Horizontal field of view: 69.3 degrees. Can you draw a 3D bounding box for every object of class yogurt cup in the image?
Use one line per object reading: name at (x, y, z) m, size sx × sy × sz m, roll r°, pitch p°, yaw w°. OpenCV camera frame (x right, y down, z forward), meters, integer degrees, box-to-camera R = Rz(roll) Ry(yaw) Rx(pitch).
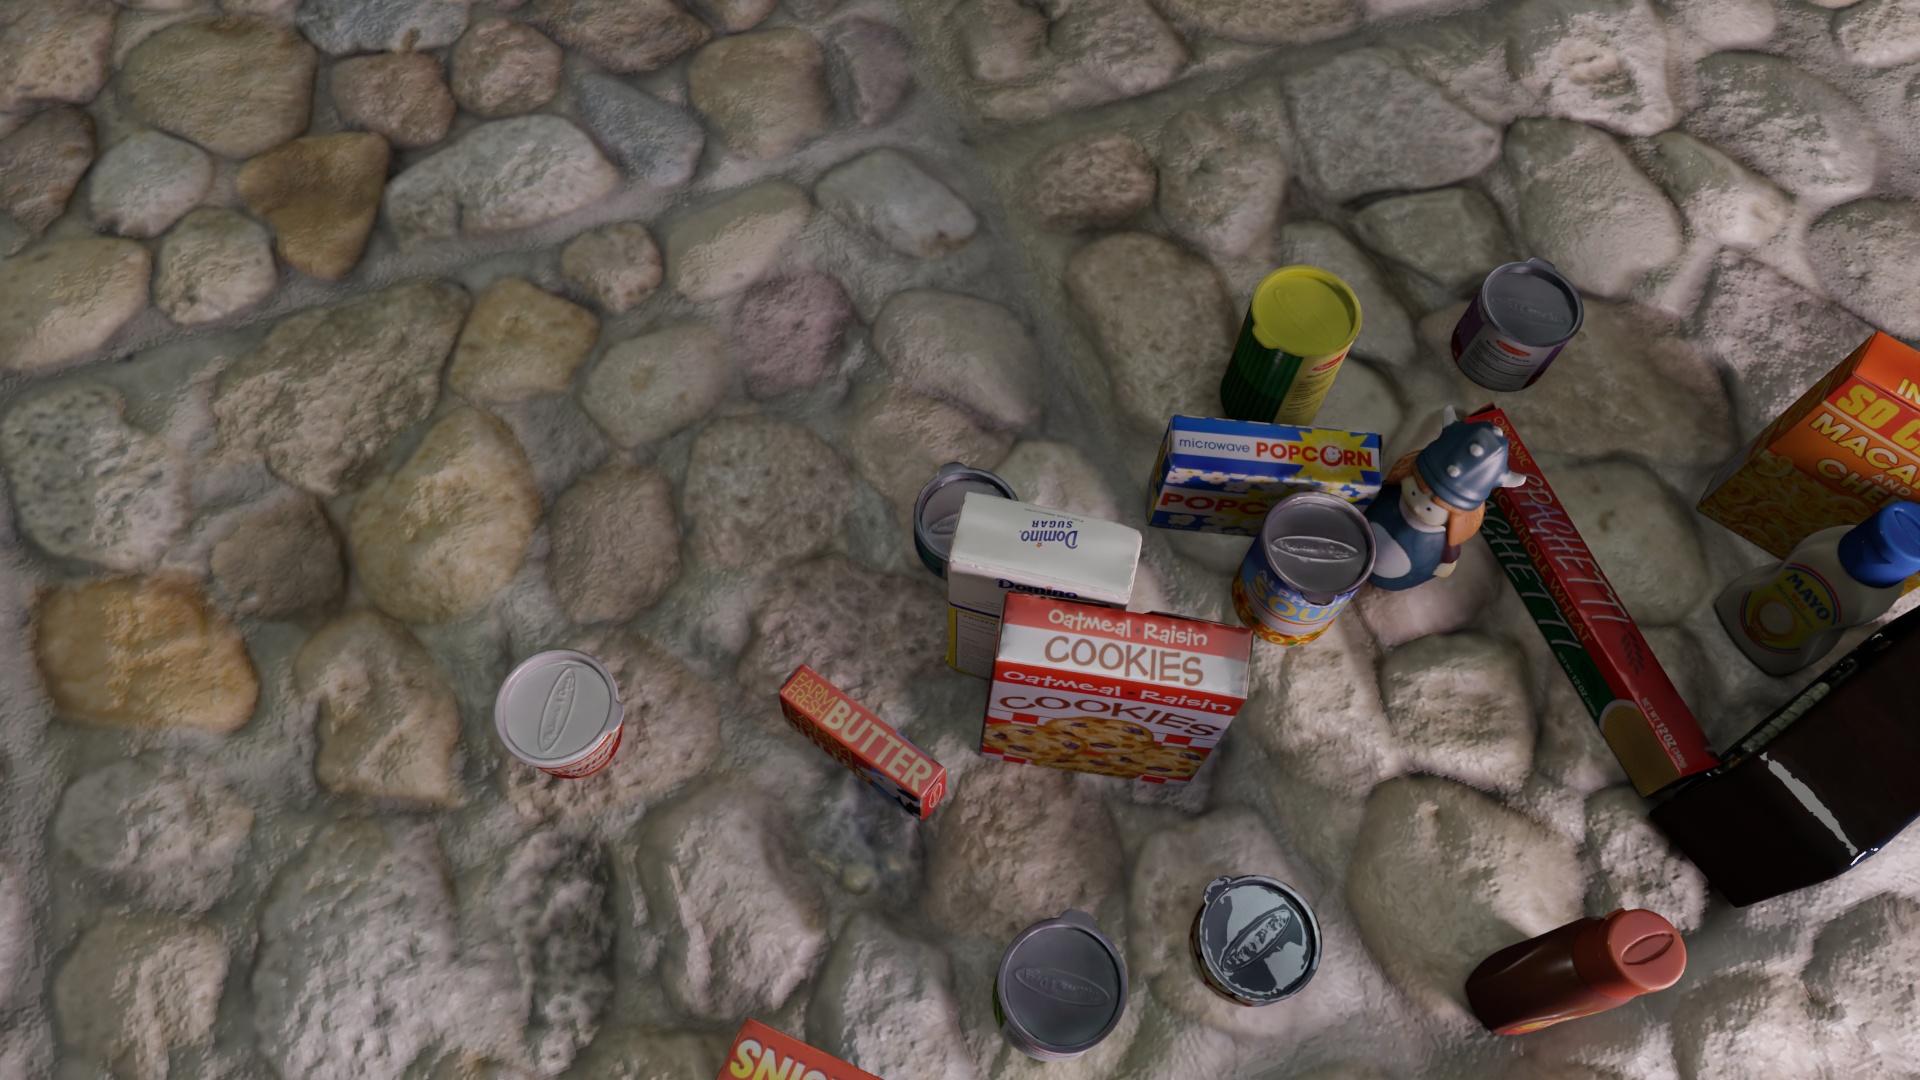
yogurt cup at (-0.223, 0.101, 0.782) m, size 0.072 × 0.053 × 0.072 m, roll 1°, pitch 65°, yaw -2°

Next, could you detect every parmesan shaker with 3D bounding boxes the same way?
parmesan shaker at (0.203, -0.115, 0.875) m, size 0.071 × 0.102 × 0.071 m, roll 1°, pitch 65°, yaw -2°

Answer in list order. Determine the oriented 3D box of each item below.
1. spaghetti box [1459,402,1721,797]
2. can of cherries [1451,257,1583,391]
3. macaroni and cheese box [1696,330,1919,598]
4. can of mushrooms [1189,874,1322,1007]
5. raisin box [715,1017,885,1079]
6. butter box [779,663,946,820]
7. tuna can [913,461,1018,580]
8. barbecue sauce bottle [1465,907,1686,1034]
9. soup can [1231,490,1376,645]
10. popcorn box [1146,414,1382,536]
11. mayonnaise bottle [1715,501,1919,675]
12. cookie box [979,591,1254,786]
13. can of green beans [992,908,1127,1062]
spaghetti box at (0.367, 0.032, 0.841) m, size 0.029 × 0.050 × 0.251 m, roll -18°, pitch 67°, yaw -10°
can of cherries at (0.368, -0.143, 0.920) m, size 0.071 × 0.058 × 0.072 m, roll 1°, pitch 65°, yaw -2°
macaroni and cheese box at (0.537, -0.034, 0.815) m, size 0.124 × 0.165 × 0.040 m, roll 34°, pitch 68°, yaw 13°
can of mushrooms at (0.158, 0.216, 0.754) m, size 0.071 × 0.033 × 0.071 m, roll 1°, pitch 65°, yaw -2°
raisin box at (-0.068, 0.270, 0.669) m, size 0.086 × 0.123 × 0.040 m, roll 22°, pitch 66°, yaw 8°
butter box at (-0.055, 0.114, 0.783) m, size 0.103 × 0.053 × 0.024 m, roll 34°, pitch 68°, yaw 13°
tuna can at (0.003, -0.011, 0.856) m, size 0.071 × 0.032 × 0.071 m, roll 1°, pitch 65°, yaw -2°
barbecue sauce bottle at (0.309, 0.215, 0.697) m, size 0.065 × 0.148 × 0.044 m, roll -20°, pitch 67°, yaw -11°
soup can at (0.201, 0.021, 0.821) m, size 0.071 × 0.083 × 0.071 m, roll 1°, pitch 65°, yaw -2°
popcorn box at (0.182, -0.036, 0.847) m, size 0.127 × 0.085 × 0.038 m, roll 5°, pitch 65°, yaw 0°
mayonnaise bottle at (0.497, 0.025, 0.795) m, size 0.041 × 0.147 × 0.065 m, roll -24°, pitch 68°, yaw -13°
cookie box at (0.076, 0.083, 0.740) m, size 0.123 × 0.166 × 0.040 m, roll 8°, pitch 65°, yaw 2°
can of green beans at (0.051, 0.236, 0.727) m, size 0.071 × 0.057 × 0.071 m, roll 1°, pitch 65°, yaw -2°
